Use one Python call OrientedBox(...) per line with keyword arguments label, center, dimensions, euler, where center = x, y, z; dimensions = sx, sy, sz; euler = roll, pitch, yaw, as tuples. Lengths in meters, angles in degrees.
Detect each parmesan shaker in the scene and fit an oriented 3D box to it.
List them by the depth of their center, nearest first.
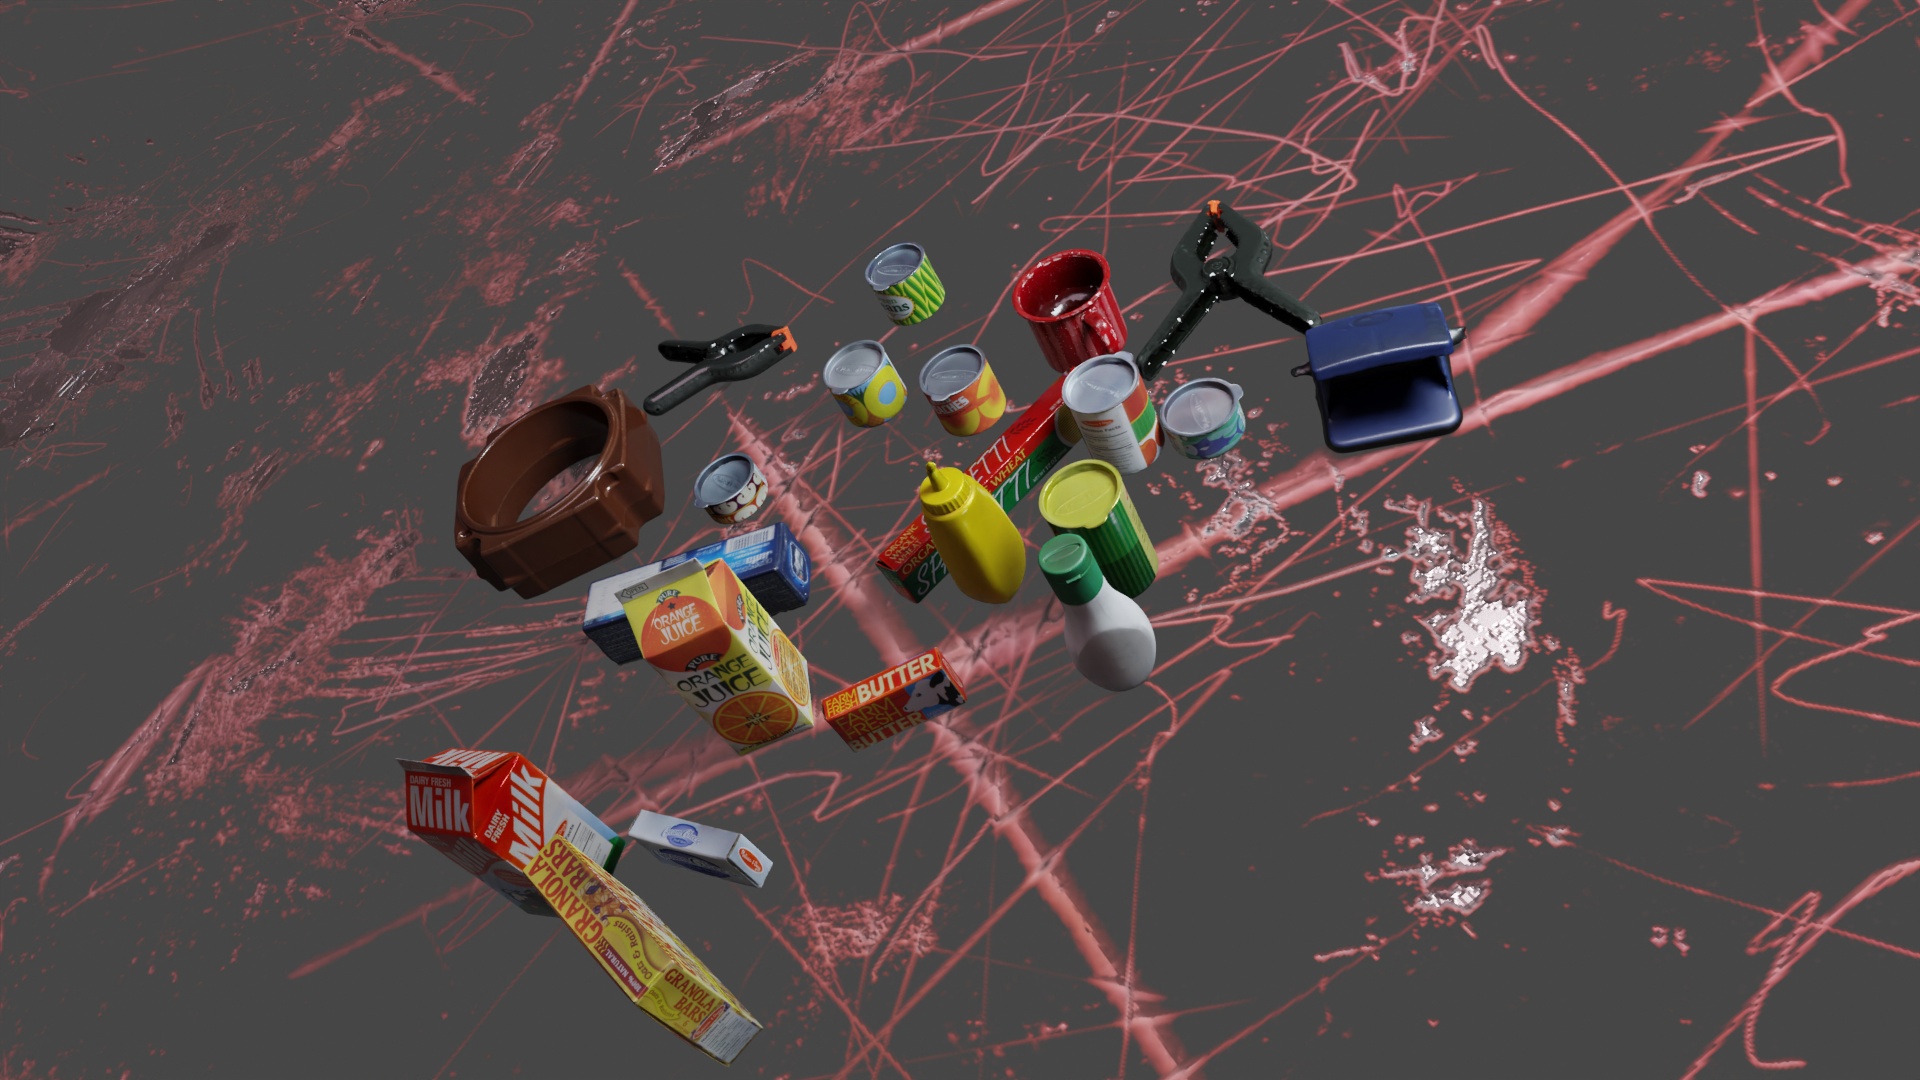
OrientedBox(label="parmesan shaker", center=(0.110, -0.003, 1.081), dimensions=(0.071, 0.102, 0.072), euler=(-15, 47, 16))

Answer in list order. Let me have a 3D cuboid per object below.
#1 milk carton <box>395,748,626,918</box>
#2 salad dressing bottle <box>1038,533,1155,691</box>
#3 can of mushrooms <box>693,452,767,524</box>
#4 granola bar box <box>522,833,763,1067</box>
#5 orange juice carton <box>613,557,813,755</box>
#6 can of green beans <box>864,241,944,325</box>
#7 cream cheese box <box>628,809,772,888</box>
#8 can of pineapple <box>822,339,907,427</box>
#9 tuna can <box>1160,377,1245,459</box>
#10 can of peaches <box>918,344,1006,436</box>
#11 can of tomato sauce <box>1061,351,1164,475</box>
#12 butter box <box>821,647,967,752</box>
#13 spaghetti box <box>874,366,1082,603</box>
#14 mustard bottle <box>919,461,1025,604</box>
OrientedBox(label="milk carton", center=(-0.349, 0.218, 1.068), dimensions=(0.072, 0.189, 0.074), euler=(-1, 52, 28))
OrientedBox(label="salad dressing bottle", center=(0.098, 0.053, 1.006), dimensions=(0.064, 0.147, 0.044), euler=(-25, 45, 7))
OrientedBox(label="can of mushrooms", center=(-0.224, -0.049, 1.347), dimensions=(0.071, 0.033, 0.071), euler=(-15, 47, 16))
OrientedBox(label="granola bar box", center=(-0.228, 0.291, 0.987), dimensions=(0.039, 0.123, 0.166), euler=(-47, 47, -15))
OrientedBox(label="orange juice carton", center=(-0.192, 0.084, 1.101), dimensions=(0.072, 0.192, 0.073), euler=(-23, 45, 9))
OrientedBox(label="can of green beans", center=(-0.057, -0.263, 1.428), dimensions=(0.071, 0.057, 0.071), euler=(-15, 47, 16))
OrientedBox(label="cream cheese box", center=(-0.201, 0.238, 1.070), dimensions=(0.104, 0.053, 0.024), euler=(5, 55, 31))
OrientedBox(label="can of pineapple", center=(-0.094, -0.150, 1.349), dimensions=(0.071, 0.057, 0.071), euler=(-15, 47, 16))
OrientedBox(label="tuna can", center=(0.206, -0.103, 1.167), dimensions=(0.071, 0.032, 0.071), euler=(-15, 47, 16))
OrientedBox(label="can of peaches", center=(0.002, -0.137, 1.287), dimensions=(0.071, 0.058, 0.071), euler=(-15, 47, 16))
OrientedBox(label="can of tomato sauce", center=(0.131, -0.107, 1.174), dimensions=(0.071, 0.082, 0.071), euler=(-15, 47, 16))
OrientedBox(label="butter box", center=(-0.052, 0.126, 1.089), dimensions=(0.103, 0.053, 0.024), euler=(-25, 45, 6))
OrientedBox(label="spaghetti box", center=(0.029, -0.049, 1.201), dimensions=(0.251, 0.050, 0.029), euler=(-45, 46, -14))
OrientedBox(label="mustard bottle", center=(0.004, -0.014, 1.105), dimensions=(0.049, 0.159, 0.065), euler=(2, 54, 30))
